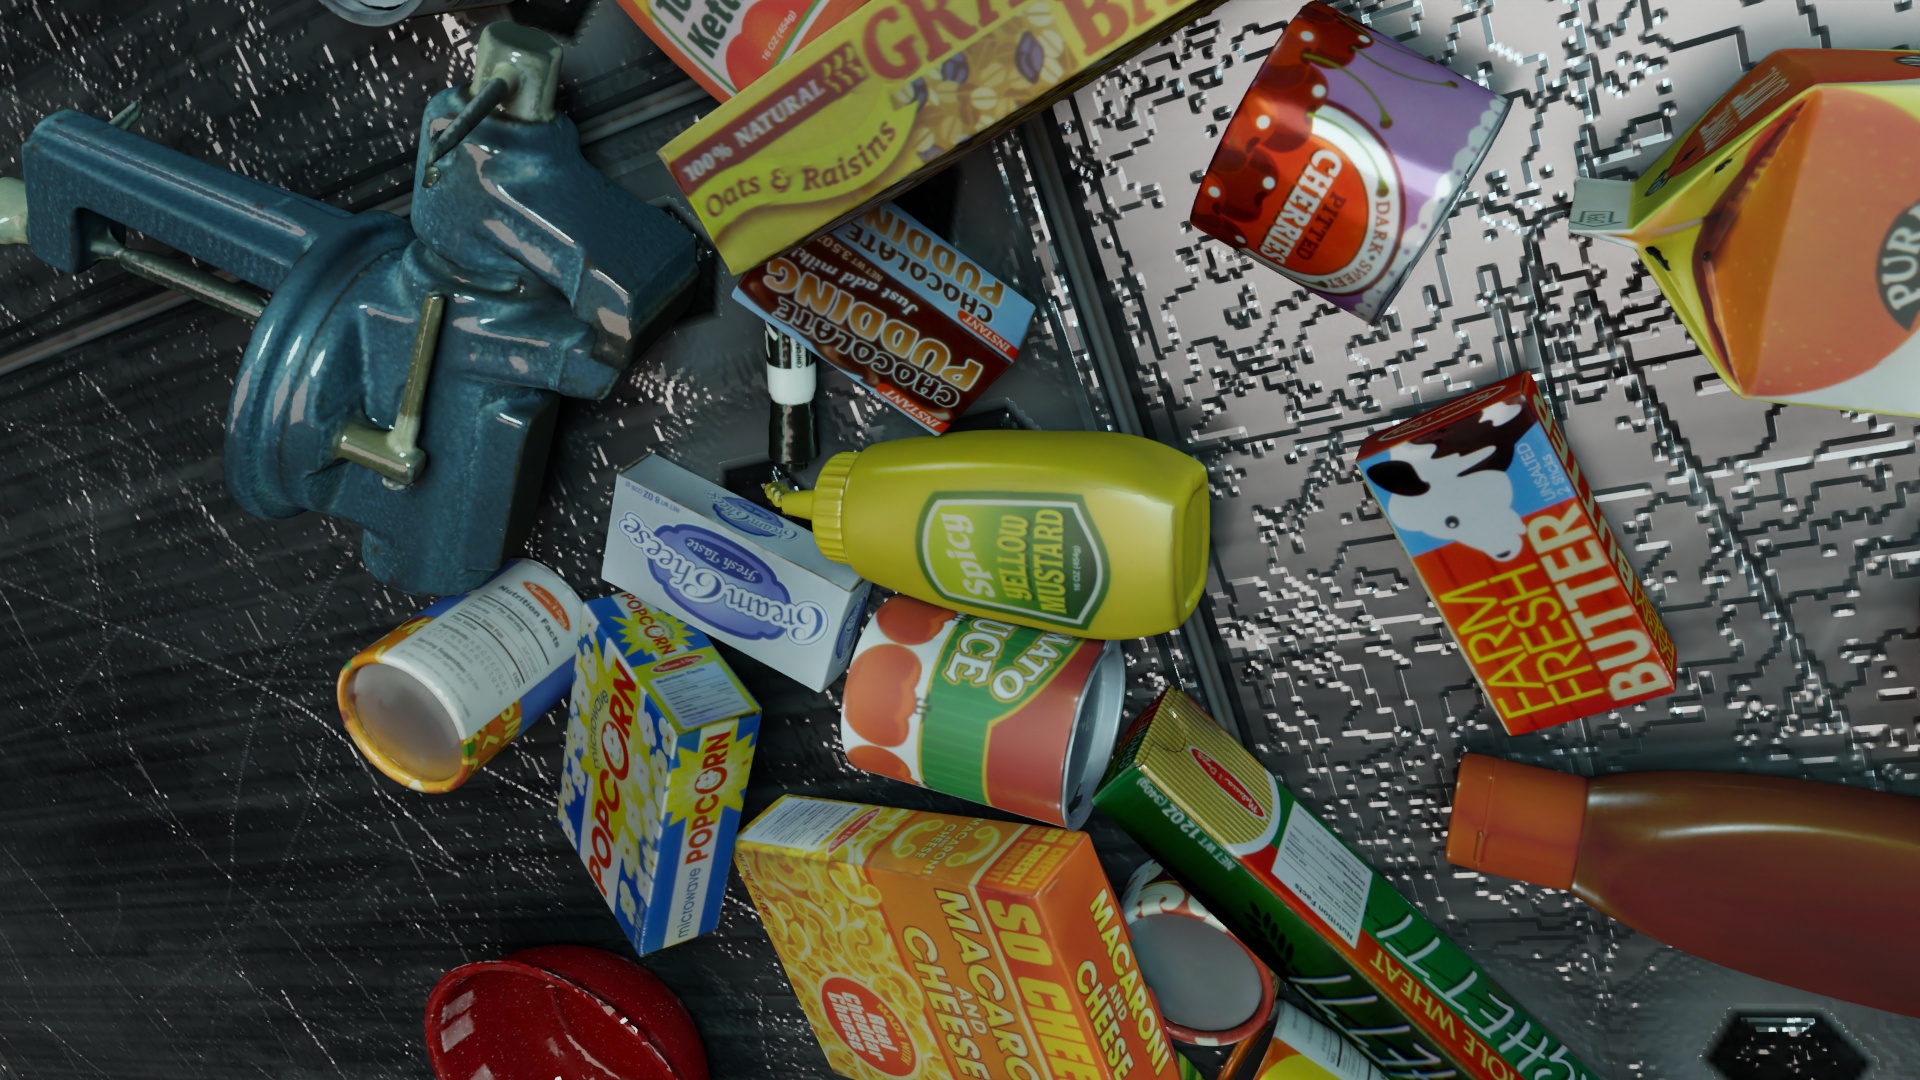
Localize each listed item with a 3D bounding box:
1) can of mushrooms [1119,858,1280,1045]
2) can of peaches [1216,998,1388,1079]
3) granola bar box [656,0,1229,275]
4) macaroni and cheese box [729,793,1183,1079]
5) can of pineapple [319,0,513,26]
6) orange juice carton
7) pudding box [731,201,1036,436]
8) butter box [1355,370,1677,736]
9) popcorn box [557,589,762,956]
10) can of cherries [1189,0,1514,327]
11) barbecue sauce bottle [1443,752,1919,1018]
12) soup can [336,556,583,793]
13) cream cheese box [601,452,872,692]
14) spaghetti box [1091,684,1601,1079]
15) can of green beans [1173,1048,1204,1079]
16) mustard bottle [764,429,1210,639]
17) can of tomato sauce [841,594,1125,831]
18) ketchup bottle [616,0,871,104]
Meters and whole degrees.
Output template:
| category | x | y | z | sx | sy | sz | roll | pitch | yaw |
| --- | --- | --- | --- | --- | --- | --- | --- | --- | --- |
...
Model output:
| category | x | y | z | sx | sy | sz | roll | pitch | yaw |
| --- | --- | --- | --- | --- | --- | --- | --- | --- | --- |
| can of mushrooms | 0.090 | 0.153 | 0.520 | 0.071 | 0.033 | 0.070 | 10 | 118 | 20 |
| can of peaches | 0.126 | 0.215 | 0.512 | 0.058 | 0.071 | 0.071 | 31 | 124 | 8 |
| granola bar box | 0.021 | -0.132 | 0.352 | 0.165 | 0.125 | 0.039 | -22 | 105 | 32 |
| macaroni and cheese box | -0.004 | 0.165 | 0.542 | 0.166 | 0.040 | 0.123 | -4 | 114 | 43 |
| can of pineapple | -0.177 | -0.205 | 0.448 | 0.071 | 0.058 | 0.070 | 10 | 118 | 20 |
| orange juice carton | 0.241 | -0.070 | 0.314 | 0.193 | 0.072 | 0.072 | 9 | 118 | 20 |
| pudding box | -0.025 | -0.076 | 0.442 | 0.083 | 0.030 | 0.049 | 34 | 140 | -15 |
| butter box | 0.166 | 0.006 | 0.415 | 0.053 | 0.024 | 0.103 | -26 | 102 | 33 |
| popcorn box | -0.126 | 0.094 | 0.566 | 0.085 | 0.038 | 0.126 | 44 | 131 | 38 |
| can of cherries | 0.100 | -0.098 | 0.365 | 0.058 | 0.072 | 0.071 | 31 | 124 | 8 |
| barbecue sauce bottle | 0.227 | 0.098 | 0.422 | 0.148 | 0.044 | 0.064 | 10 | 118 | 21 |
| soup can | -0.203 | 0.056 | 0.576 | 0.071 | 0.084 | 0.071 | 11 | 119 | 20 |
| cream cheese box | -0.087 | 0.012 | 0.536 | 0.104 | 0.024 | 0.053 | 26 | 124 | 11 |
| spaghetti box | 0.150 | 0.153 | 0.482 | 0.250 | 0.050 | 0.028 | 43 | 126 | -1 |
| can of green beans | 0.064 | 0.242 | 0.561 | 0.071 | 0.058 | 0.071 | 11 | 119 | 20 |
| mustard bottle | 0.002 | -0.006 | 0.471 | 0.160 | 0.049 | 0.065 | 5 | 116 | 22 |
| can of tomato sauce | 0.009 | 0.057 | 0.489 | 0.083 | 0.071 | 0.070 | 12 | 119 | 20 |
| ketchup bottle | -0.091 | -0.192 | 0.423 | 0.149 | 0.044 | 0.064 | 42 | 117 | 1 |
